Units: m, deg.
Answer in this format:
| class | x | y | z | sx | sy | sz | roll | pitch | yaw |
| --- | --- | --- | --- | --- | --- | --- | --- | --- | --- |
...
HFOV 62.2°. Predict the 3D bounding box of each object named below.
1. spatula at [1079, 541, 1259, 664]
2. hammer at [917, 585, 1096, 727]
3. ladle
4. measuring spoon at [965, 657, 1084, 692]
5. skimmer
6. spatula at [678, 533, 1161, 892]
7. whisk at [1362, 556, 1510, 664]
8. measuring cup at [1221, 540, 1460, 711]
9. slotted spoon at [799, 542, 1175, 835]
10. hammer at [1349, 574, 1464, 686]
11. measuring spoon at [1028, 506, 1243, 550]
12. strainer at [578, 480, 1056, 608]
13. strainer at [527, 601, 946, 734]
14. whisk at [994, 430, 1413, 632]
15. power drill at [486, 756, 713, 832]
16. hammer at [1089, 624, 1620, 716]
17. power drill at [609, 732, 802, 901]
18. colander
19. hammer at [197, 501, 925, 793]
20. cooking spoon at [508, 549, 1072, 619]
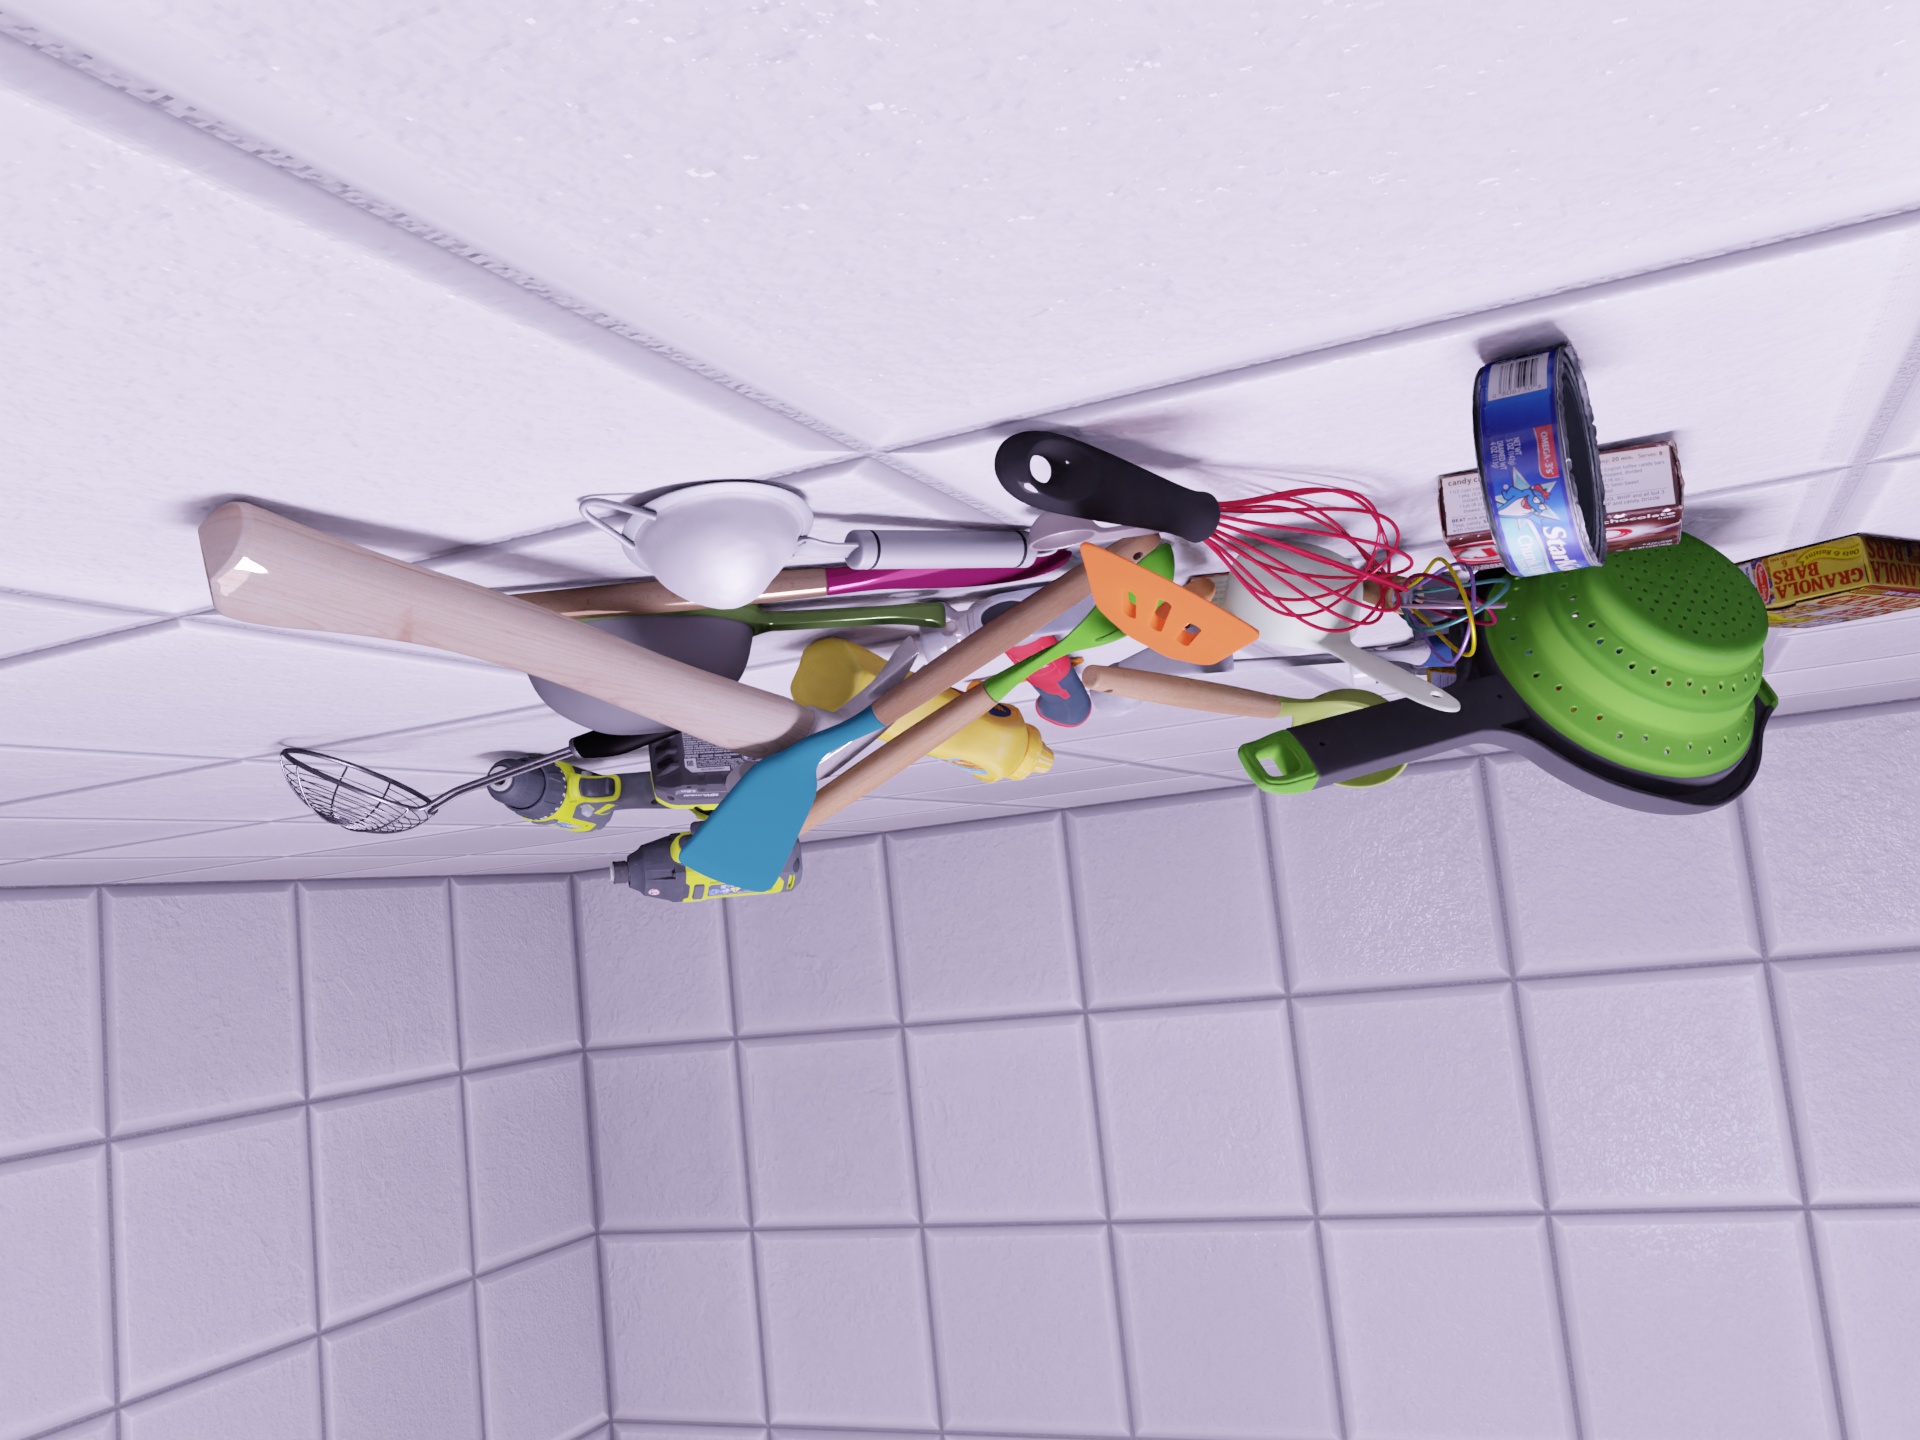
| class | x | y | z | sx | sy | sz | roll | pitch | yaw |
| --- | --- | --- | --- | --- | --- | --- | --- | --- | --- |
| spatula | 0.112 | -0.062 | 0.786 | 0.081 | 0.041 | 0.322 | 28 | -166 | 8 |
| hammer | 0.077 | -0.040 | 1.135 | 0.143 | 0.038 | 0.386 | -9 | 171 | 9 |
| ladle | 0.174 | 0.001 | 0.948 | 0.078 | 0.062 | 0.320 | -21 | 162 | 38 |
| measuring spoon | 0.051 | -0.038 | 1.286 | 0.117 | 0.011 | 0.021 | -16 | 169 | 37 |
| skimmer | -0.364 | 0.013 | 1.262 | 0.363 | 0.090 | 0.127 | -18 | 167 | 11 |
| spatula | -0.020 | -0.008 | 0.873 | 0.317 | 0.044 | 0.082 | -33 | 146 | 19 |
| whisk | 0.258 | -0.073 | 0.901 | 0.051 | 0.047 | 0.245 | -45 | -176 | 8 |
| measuring cup | 0.207 | -0.054 | 0.848 | 0.083 | 0.038 | 0.168 | -11 | -149 | -27 |
| slotted spoon | -0.001 | -0.003 | 0.925 | 0.313 | 0.031 | 0.070 | -34 | 172 | 19 |
| hammer | 0.365 | -0.067 | 1.206 | 0.146 | 0.035 | 0.334 | -7 | 173 | 15 |
| measuring spoon | 0.089 | -0.102 | 0.791 | 0.124 | 0.018 | 0.034 | -10 | 173 | -24 |
| strainer | -0.052 | -0.079 | 0.747 | 0.258 | 0.050 | 0.087 | -5 | 159 | -37 |
| strainer | -0.134 | -0.031 | 0.931 | 0.256 | 0.069 | 0.151 | -4 | 173 | -5 |
| whisk | 0.122 | -0.089 | 0.734 | 0.295 | 0.073 | 0.073 | 8 | 165 | -44 |
| power drill | -0.318 | 0.062 | 1.509 | 0.228 | 0.080 | 0.190 | -5 | 169 | 11 |
| hammer | 0.297 | -0.045 | 1.048 | 0.405 | 0.035 | 0.144 | -4 | 170 | -19 |
| power drill | -0.215 | 0.085 | 1.388 | 0.171 | 0.080 | 0.223 | -3 | 145 | -17 |
| colander | 0.336 | -0.034 | 0.915 | 0.397 | 0.205 | 0.094 | -13 | 146 | -26 |
| hammer | -0.175 | -0.034 | 0.790 | 0.146 | 0.038 | 0.410 | -39 | 150 | 19 |
| cooking spoon | -0.097 | -0.071 | 0.846 | 0.319 | 0.017 | 0.068 | -5 | 172 | -8 |
